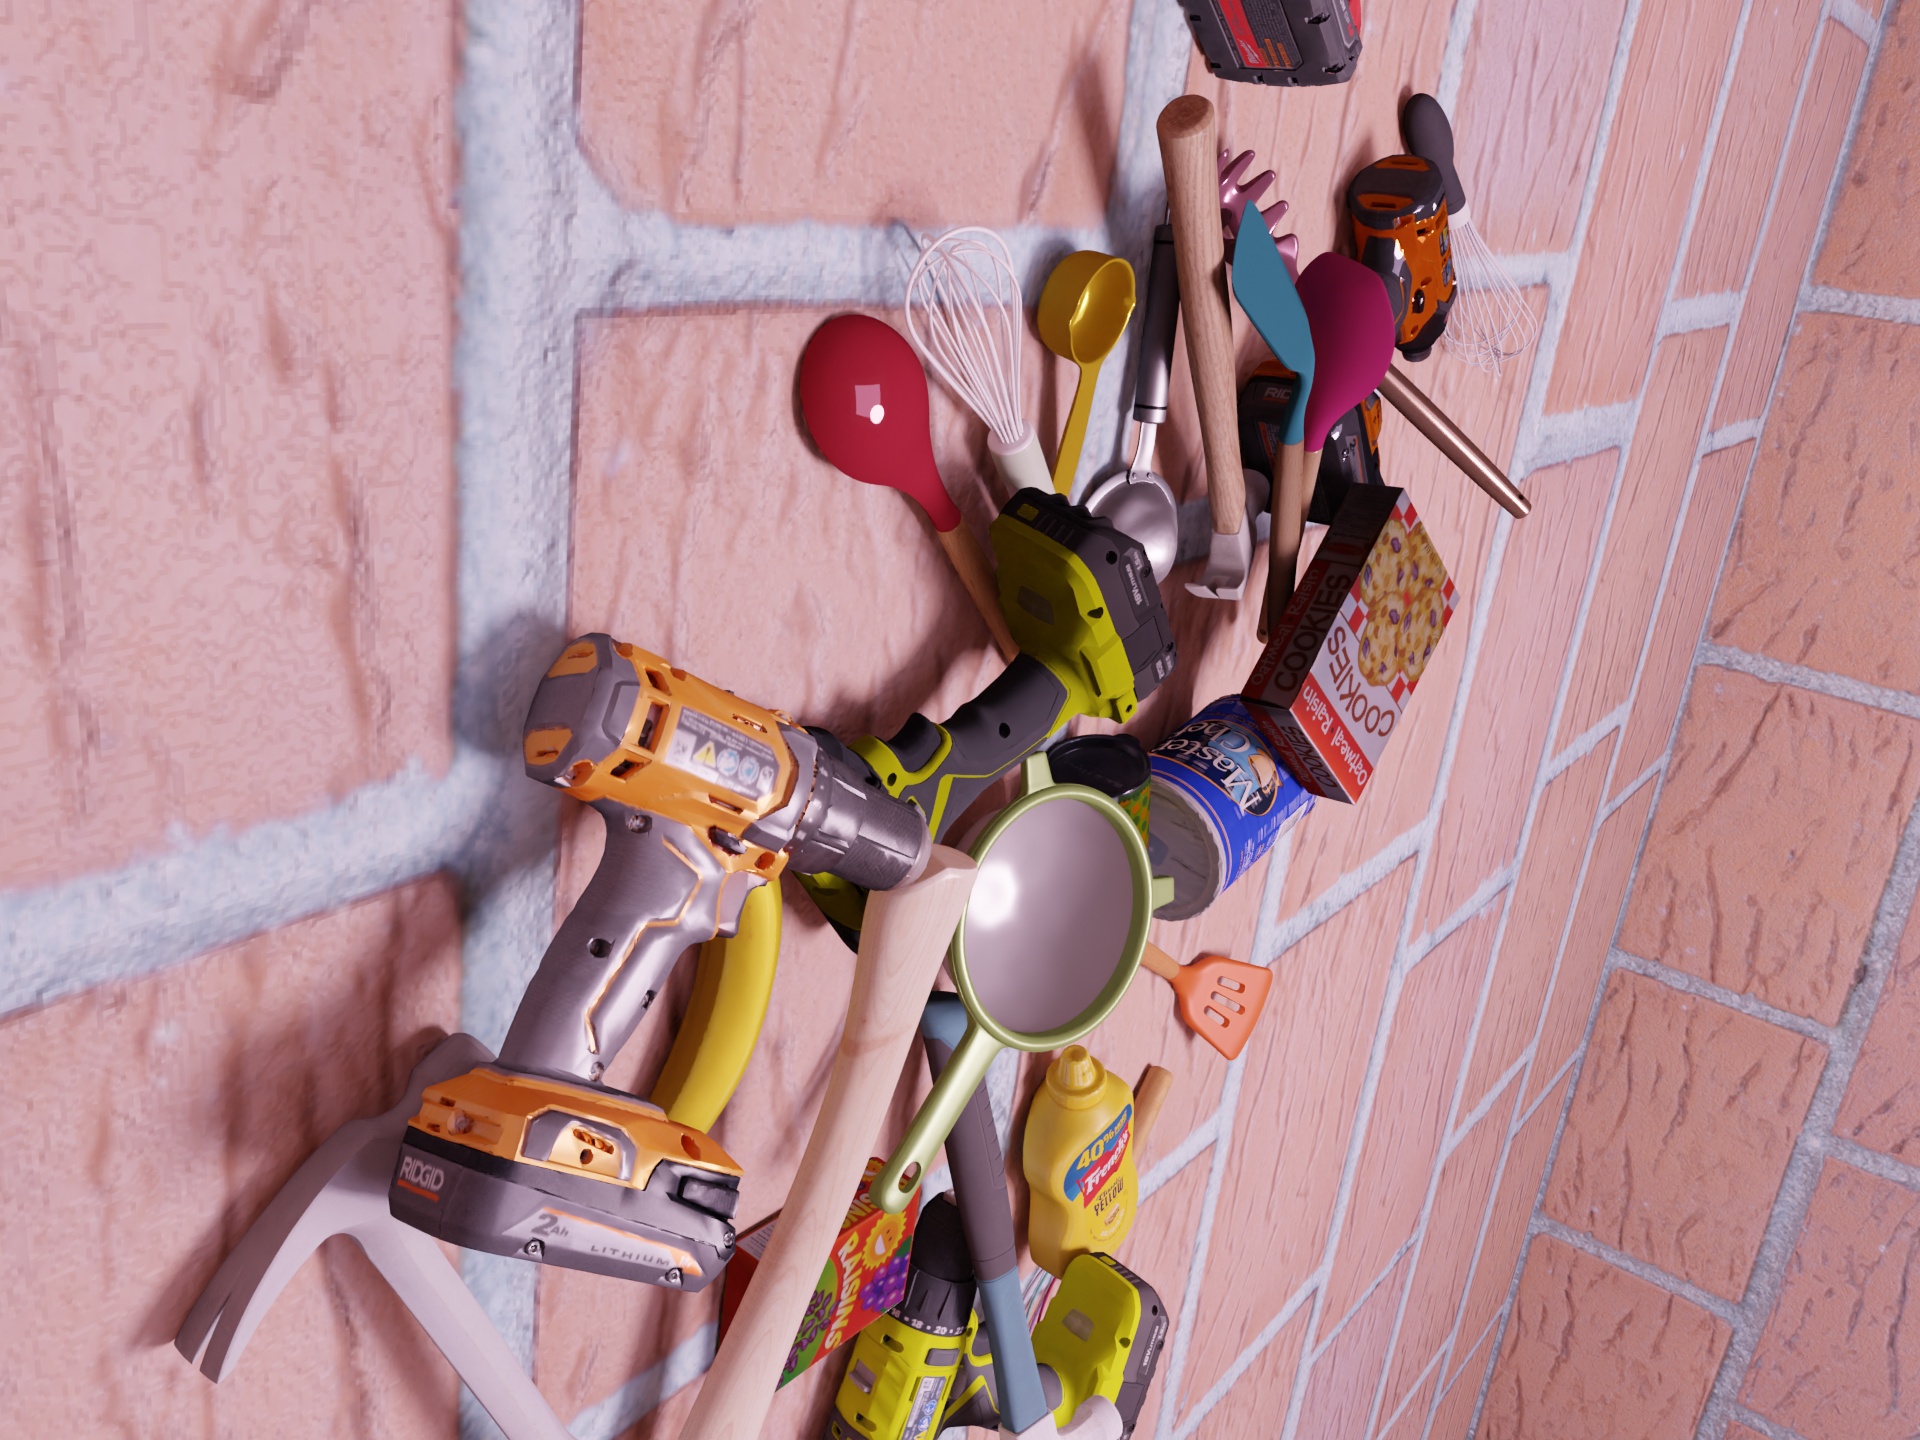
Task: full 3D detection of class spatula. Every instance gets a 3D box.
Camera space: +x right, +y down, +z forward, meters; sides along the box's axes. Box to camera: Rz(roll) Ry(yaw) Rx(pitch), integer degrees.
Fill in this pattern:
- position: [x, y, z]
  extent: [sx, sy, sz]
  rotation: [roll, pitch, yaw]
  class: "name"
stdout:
- position: [0.185, -0.152, 0.951]
  extent: [0.317, 0.044, 0.082]
  rotation: [80, 21, -48]
  class: "spatula"
- position: [0.154, 0.181, 1.169]
  extent: [0.322, 0.041, 0.081]
  rotation: [38, 76, -56]
  class: "spatula"

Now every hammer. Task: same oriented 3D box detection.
- position: [-0.069, 0.252, 0.794]
  extent: [0.146, 0.038, 0.410]
  rotation: [11, 106, -39]
  class: "hammer"
- position: [-0.184, 0.325, 0.695]
  extent: [0.144, 0.035, 0.405]
  rotation: [-43, 130, -34]
  class: "hammer"
- position: [0.020, 0.315, 0.952]
  extent: [0.128, 0.033, 0.331]
  rotation: [-19, 103, -38]
  class: "hammer"
- position: [0.141, -0.192, 0.891]
  extent: [0.331, 0.031, 0.130]
  rotation: [71, 29, -51]
  class: "hammer"

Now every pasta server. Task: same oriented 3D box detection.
- position: [0.251, -0.221, 0.960]
  extent: [0.316, 0.040, 0.060]
  rotation: [36, 58, -23]
  class: "pasta server"

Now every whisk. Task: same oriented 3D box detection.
- position: [0.023, -0.146, 0.789]
  extent: [0.059, 0.058, 0.246]
  rotation: [-39, 145, -9]
  class: "whisk"
- position: [0.375, -0.357, 1.185]
  extent: [0.070, 0.070, 0.284]
  rotation: [-61, 142, -13]
  class: "whisk"
- position: [0.106, 0.376, 1.206]
  extent: [0.047, 0.051, 0.245]
  rotation: [47, 64, -49]
  class: "whisk"

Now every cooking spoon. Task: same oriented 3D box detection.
- position: [0.213, -0.152, 0.986]
  extent: [0.017, 0.069, 0.318]
  rotation: [-44, 154, -27]
  class: "cooking spoon"

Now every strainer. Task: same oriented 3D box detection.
- position: [0.009, 0.150, 0.889]
  extent: [0.151, 0.069, 0.256]
  rotation: [43, 70, -34]
  class: "strainer"
- position: [0.107, -0.167, 0.909]
  extent: [0.087, 0.050, 0.258]
  rotation: [-9, 112, -38]
  class: "strainer"

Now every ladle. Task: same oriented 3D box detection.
- position: [0.000, -0.086, 0.807]
  extent: [0.069, 0.031, 0.315]
  rotation: [-58, 148, -16]
  class: "ladle"

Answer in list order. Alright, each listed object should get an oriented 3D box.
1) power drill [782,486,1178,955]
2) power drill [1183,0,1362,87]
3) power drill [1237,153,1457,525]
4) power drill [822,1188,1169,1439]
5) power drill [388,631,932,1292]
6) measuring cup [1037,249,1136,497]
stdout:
- position: [-0.001, -0.002, 0.781]
  extent: [0.223, 0.080, 0.171]
  rotation: [-45, 143, -15]
  class: "power drill"
- position: [0.205, -0.456, 0.861]
  extent: [0.187, 0.080, 0.227]
  rotation: [38, 72, -57]
  class: "power drill"
- position: [0.272, -0.243, 1.075]
  extent: [0.226, 0.084, 0.164]
  rotation: [-61, 148, -20]
  class: "power drill"
- position: [0.028, 0.403, 1.033]
  extent: [0.228, 0.080, 0.190]
  rotation: [19, 91, -40]
  class: "power drill"
- position: [-0.106, 0.100, 0.630]
  extent: [0.185, 0.084, 0.226]
  rotation: [27, 70, -36]
  class: "power drill"
- position: [0.054, -0.174, 0.846]
  extent: [0.062, 0.029, 0.156]
  rotation: [-31, 143, -45]
  class: "measuring cup"
